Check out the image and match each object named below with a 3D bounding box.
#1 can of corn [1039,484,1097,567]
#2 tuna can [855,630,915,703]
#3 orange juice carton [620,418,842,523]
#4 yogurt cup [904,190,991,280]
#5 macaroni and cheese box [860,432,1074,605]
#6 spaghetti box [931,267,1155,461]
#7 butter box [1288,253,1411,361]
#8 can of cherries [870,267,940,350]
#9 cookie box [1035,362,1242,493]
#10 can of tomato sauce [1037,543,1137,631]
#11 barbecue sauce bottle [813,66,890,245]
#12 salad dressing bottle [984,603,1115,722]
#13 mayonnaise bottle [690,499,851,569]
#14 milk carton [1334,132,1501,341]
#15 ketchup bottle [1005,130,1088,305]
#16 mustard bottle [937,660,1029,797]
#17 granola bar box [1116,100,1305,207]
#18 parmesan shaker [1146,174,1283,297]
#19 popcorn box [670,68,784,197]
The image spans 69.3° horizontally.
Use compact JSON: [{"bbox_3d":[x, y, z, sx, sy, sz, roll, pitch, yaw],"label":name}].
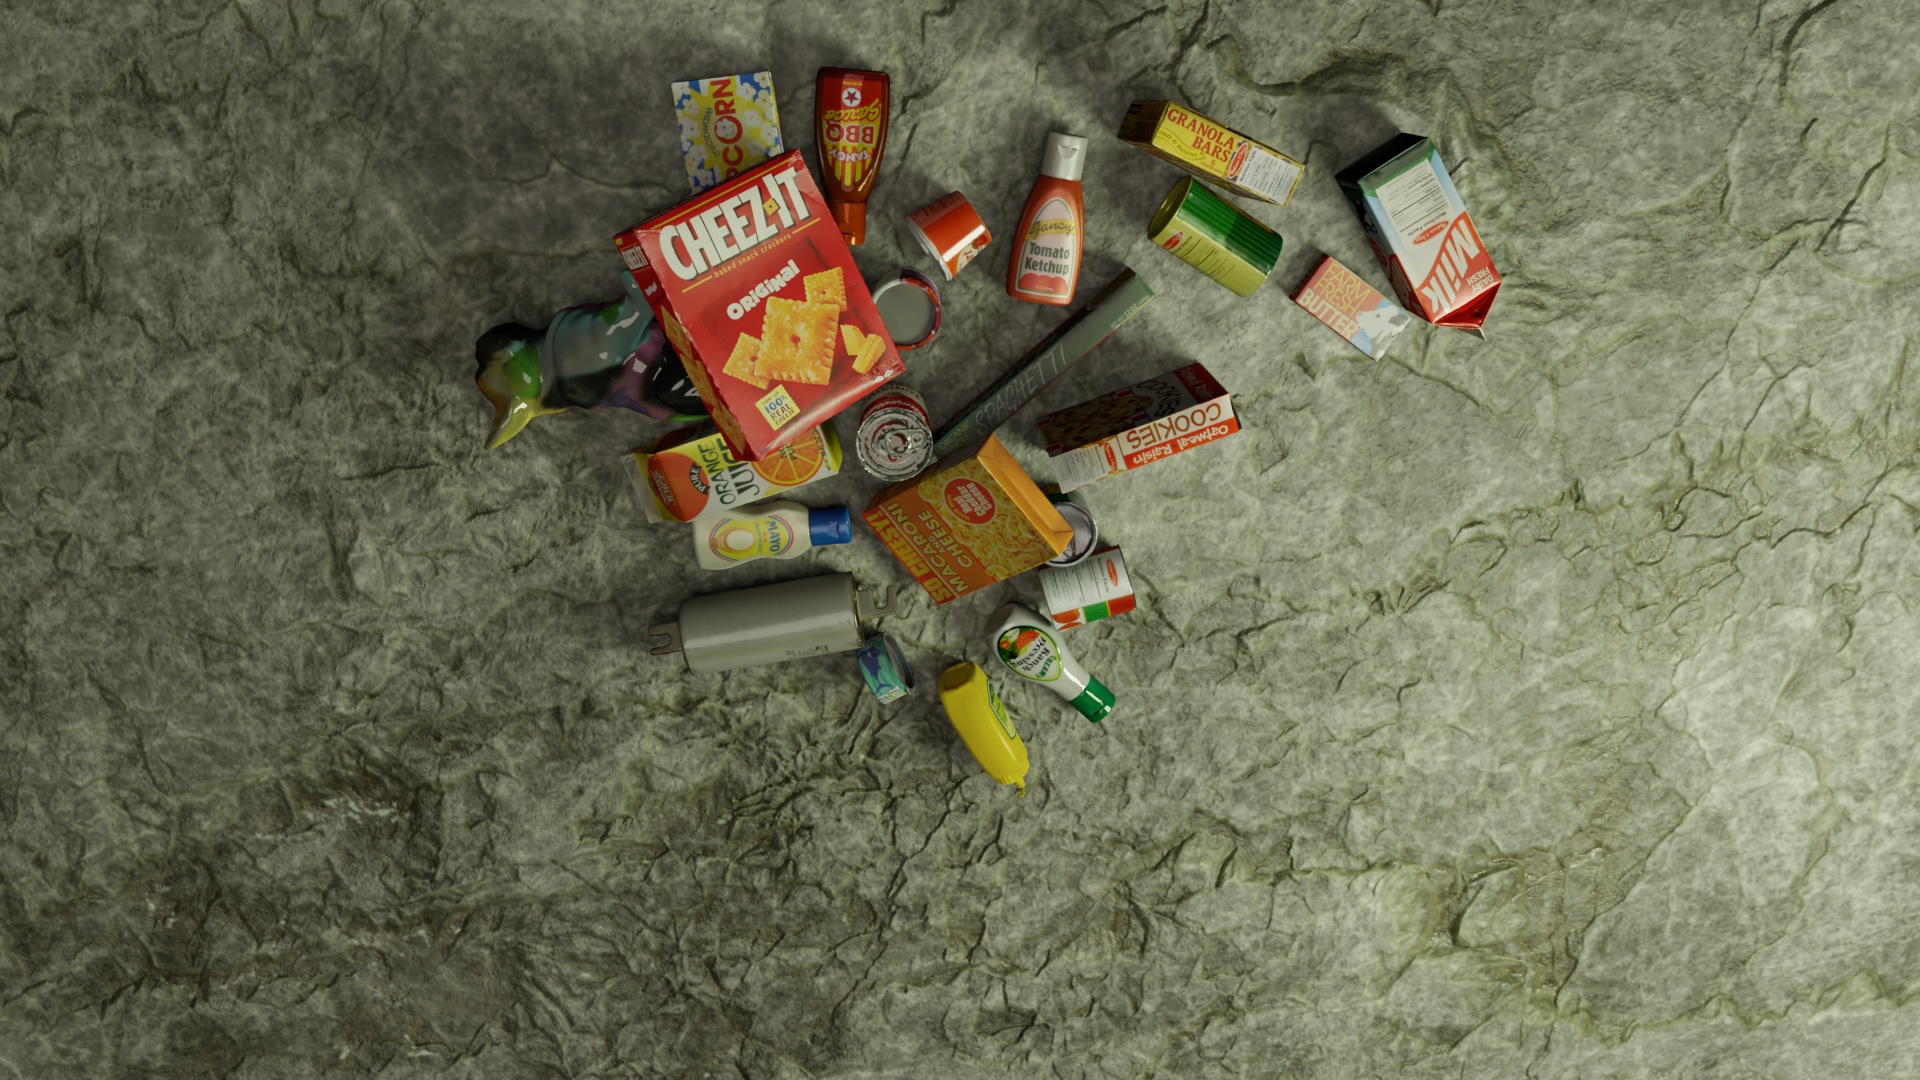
[{"bbox_3d":[0.092,-0.014,1.330,0.071,0.058,0.071,-1,110,-2],"label":"can of corn"},{"bbox_3d":[-0.073,0.127,1.365,0.033,0.071,0.071,-27,108,9],"label":"tuna can"},{"bbox_3d":[-0.212,-0.075,1.286,0.193,0.073,0.071,-18,109,4],"label":"orange juice carton"},{"bbox_3d":[-0.009,-0.273,1.233,0.054,0.072,0.072,-36,107,1],"label":"yogurt cup"},{"bbox_3d":[0.005,-0.016,1.290,0.166,0.040,0.123,-25,112,44],"label":"macaroni and cheese box"},{"bbox_3d":[0.072,-0.158,1.283,0.249,0.050,0.028,-39,105,11],"label":"spaghetti box"},{"bbox_3d":[0.362,-0.217,1.291,0.103,0.024,0.053,32,104,-13],"label":"butter box"},{"bbox_3d":[-0.048,-0.208,1.256,0.071,0.058,0.071,-1,109,-2],"label":"can of cherries"},{"bbox_3d":[0.159,-0.105,1.267,0.167,0.123,0.040,-19,110,4],"label":"cookie box"},{"bbox_3d":[0.123,0.047,1.350,0.083,0.071,0.071,-16,109,3],"label":"can of tomato sauce"},{"bbox_3d":[-0.098,-0.336,1.217,0.065,0.044,0.148,4,109,-5],"label":"barbecue sauce bottle"},{"bbox_3d":[0.091,0.124,1.385,0.147,0.044,0.064,41,107,-15],"label":"salad dressing bottle"},{"bbox_3d":[-0.180,-0.009,1.327,0.148,0.041,0.064,-5,108,0],"label":"mayonnaise bottle"},{"bbox_3d":[0.421,-0.264,1.252,0.073,0.072,0.190,-32,107,8],"label":"milk carton"},{"bbox_3d":[0.083,-0.288,1.243,0.065,0.044,0.148,8,108,-5],"label":"ketchup bottle"},{"bbox_3d":[0.031,0.197,1.400,0.049,0.065,0.159,-25,114,12],"label":"mustard bottle"},{"bbox_3d":[0.207,-0.329,1.170,0.124,0.166,0.039,22,105,-10],"label":"granola bar box"},{"bbox_3d":[0.227,-0.271,1.246,0.103,0.071,0.071,29,106,-13],"label":"parmesan shaker"},{"bbox_3d":[-0.198,-0.341,1.213,0.085,0.038,0.126,-7,109,0],"label":"popcorn box"}]
